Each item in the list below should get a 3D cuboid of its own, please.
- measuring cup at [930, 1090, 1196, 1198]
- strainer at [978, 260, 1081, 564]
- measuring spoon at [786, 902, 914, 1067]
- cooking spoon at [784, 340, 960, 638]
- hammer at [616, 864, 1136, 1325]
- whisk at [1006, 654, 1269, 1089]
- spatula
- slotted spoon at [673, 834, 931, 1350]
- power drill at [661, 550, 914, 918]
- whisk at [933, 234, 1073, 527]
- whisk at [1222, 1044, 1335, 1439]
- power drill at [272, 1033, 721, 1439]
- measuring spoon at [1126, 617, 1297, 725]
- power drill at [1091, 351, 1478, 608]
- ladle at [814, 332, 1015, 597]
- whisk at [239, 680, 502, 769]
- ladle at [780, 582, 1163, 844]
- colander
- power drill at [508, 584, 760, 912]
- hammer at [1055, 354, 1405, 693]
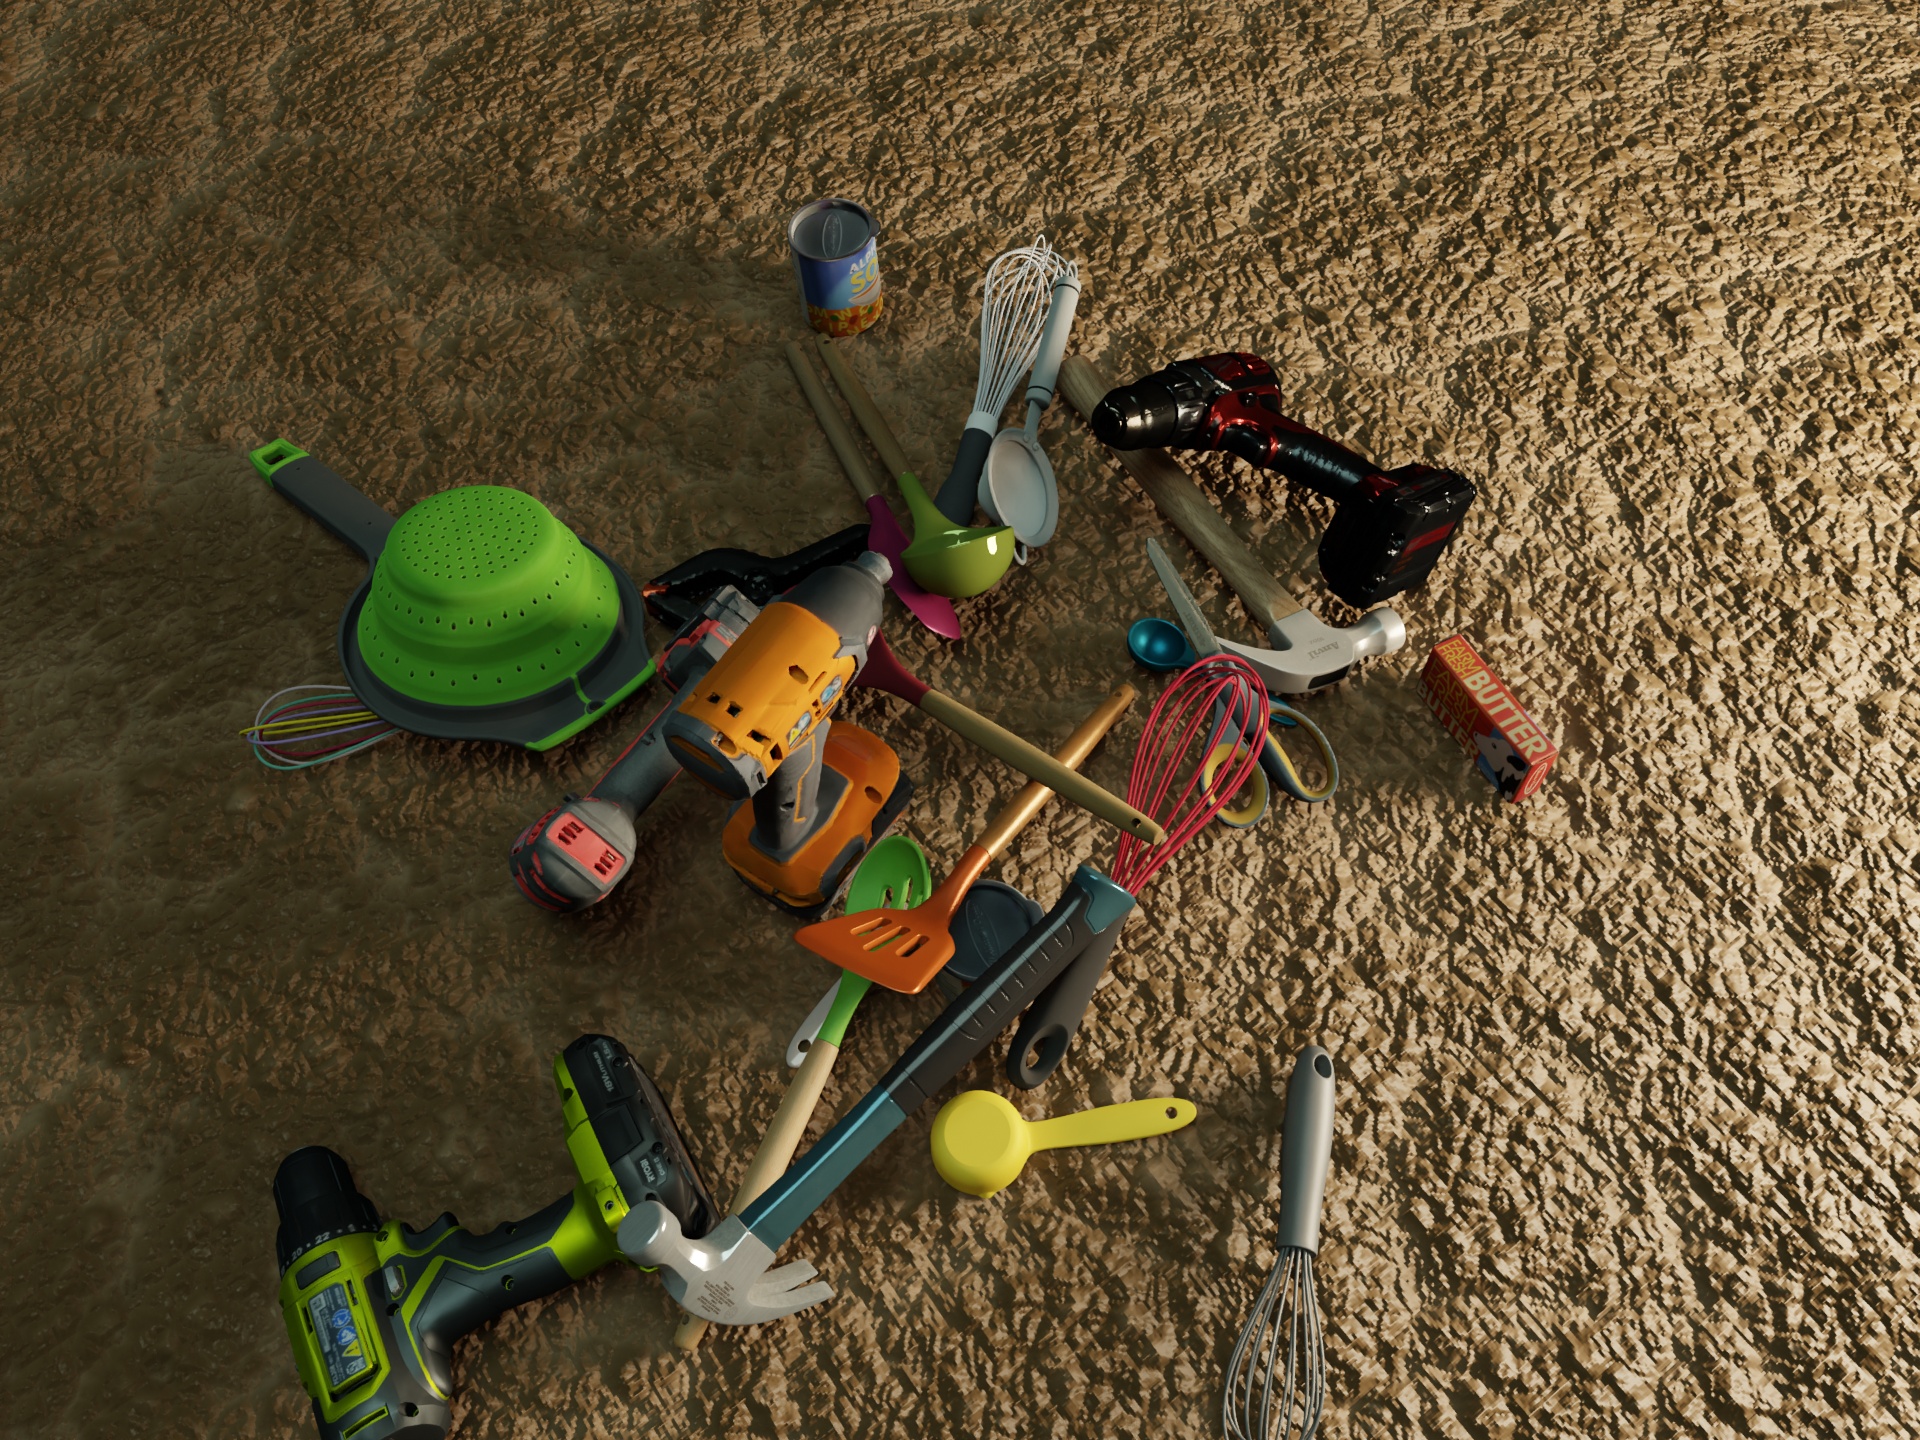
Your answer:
[{"bbox_3d":[0.059,0.234,0.917,0.156,0.029,0.062,-10,60,1],"label":"measuring cup"},{"bbox_3d":[0.054,-0.225,1.150,0.050,0.086,0.259,-2,64,39],"label":"strainer"},{"bbox_3d":[-0.067,0.161,0.975,0.034,0.018,0.124,31,67,19],"label":"measuring spoon"},{"bbox_3d":[-0.071,-0.175,1.152,0.017,0.068,0.319,-44,52,23],"label":"cooking spoon"},{"bbox_3d":[-0.028,0.199,0.877,0.331,0.128,0.033,-42,39,-14],"label":"hammer"},{"bbox_3d":[0.104,0.089,0.963,0.073,0.073,0.296,26,79,17],"label":"whisk"},{"bbox_3d":[0.025,0.060,0.960,0.081,0.041,0.323,21,44,25],"label":"spatula"},{"bbox_3d":[-0.090,0.212,0.929,0.070,0.031,0.314,5,62,46],"label":"slotted spoon"},{"bbox_3d":[-0.087,0.008,0.943,0.084,0.226,0.164,30,66,19],"label":"power drill"},{"bbox_3d":[0.024,-0.243,1.183,0.070,0.070,0.285,13,68,11],"label":"whisk"},{"bbox_3d":[0.181,0.289,0.871,0.055,0.055,0.239,10,57,9],"label":"whisk"},{"bbox_3d":[-0.269,0.277,0.888,0.228,0.080,0.191,-30,53,-9],"label":"power drill"},{"bbox_3d":[0.168,-0.026,1.071,0.128,0.021,0.042,31,53,10],"label":"measuring spoon"},{"bbox_3d":[0.212,-0.173,1.077,0.227,0.080,0.188,40,38,24],"label":"power drill"},{"bbox_3d":[-0.048,-0.197,1.135,0.078,0.062,0.321,-17,50,-14],"label":"ladle"},{"bbox_3d":[-0.363,-0.008,1.080,0.245,0.047,0.051,-10,59,-5],"label":"whisk"},{"bbox_3d":[-0.002,-0.003,1.001,0.316,0.031,0.069,31,89,30],"label":"ladle"},{"bbox_3d":[-0.382,-0.131,1.104,0.397,0.094,0.204,34,54,26],"label":"colander"},{"bbox_3d":[-0.197,0.027,0.999,0.078,0.143,0.220,42,65,-11],"label":"power drill"},{"bbox_3d":[0.160,-0.147,1.123,0.130,0.031,0.332,-23,59,-20],"label":"hammer"}]
